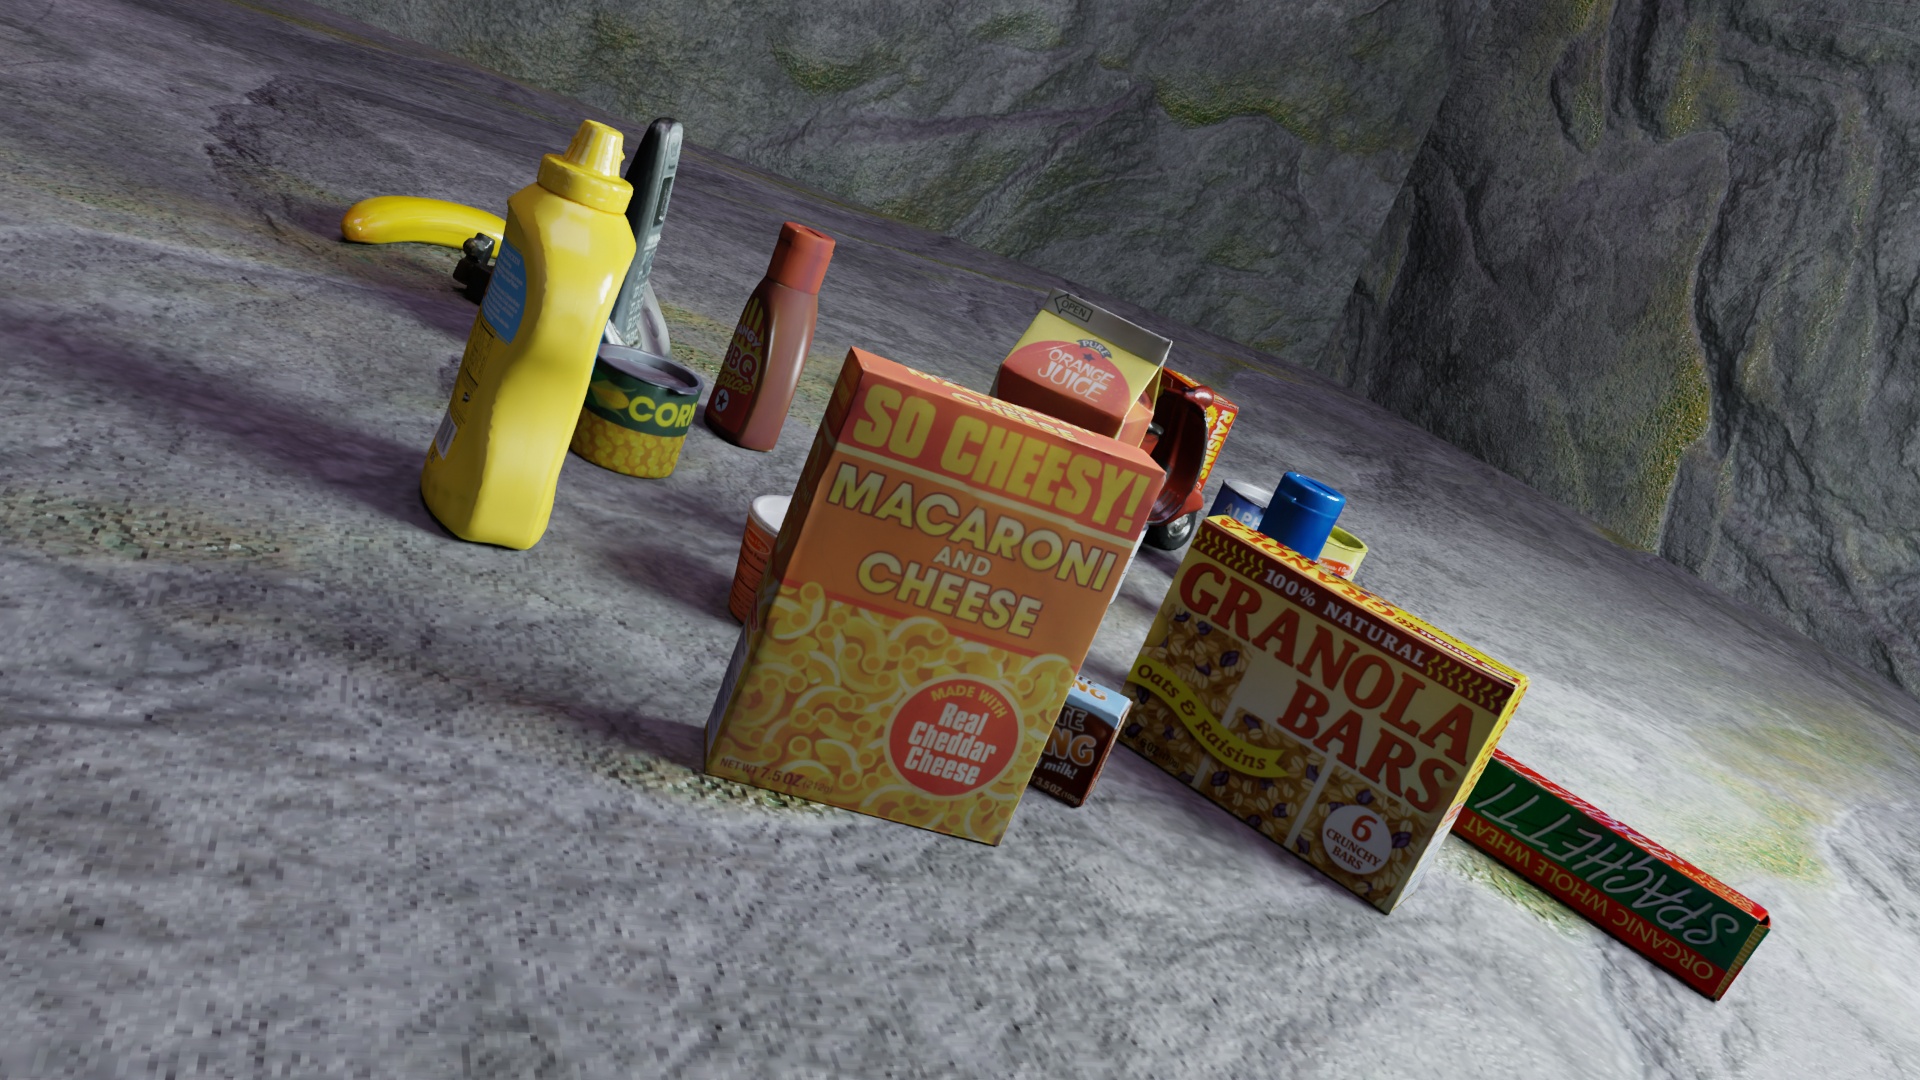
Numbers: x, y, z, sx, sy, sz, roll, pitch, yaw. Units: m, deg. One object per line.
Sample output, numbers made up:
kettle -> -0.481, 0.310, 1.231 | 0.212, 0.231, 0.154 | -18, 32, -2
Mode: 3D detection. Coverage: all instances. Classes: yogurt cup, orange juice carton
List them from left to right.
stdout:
yogurt cup -> -0.078, 0.016, 0.674 | 0.072, 0.053, 0.072 | 21, 16, -6
orange juice carton -> 0.043, -0.032, 0.740 | 0.072, 0.192, 0.073 | 27, 16, 14

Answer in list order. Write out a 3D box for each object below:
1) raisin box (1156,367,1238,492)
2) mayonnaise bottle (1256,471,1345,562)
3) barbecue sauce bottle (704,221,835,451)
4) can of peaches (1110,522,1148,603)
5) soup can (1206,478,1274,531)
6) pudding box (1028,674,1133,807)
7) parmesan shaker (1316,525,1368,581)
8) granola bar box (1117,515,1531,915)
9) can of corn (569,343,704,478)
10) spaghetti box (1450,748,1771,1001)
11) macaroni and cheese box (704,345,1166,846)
raisin box -> 0.178, -0.077, 1.190 | 0.040, 0.123, 0.086 | 15, 18, -27
mayonnaise bottle -> 0.164, 0.036, 0.764 | 0.041, 0.147, 0.065 | 10, 20, -38
barbecue sauce bottle -> -0.126, -0.138, 0.934 | 0.044, 0.148, 0.065 | 9, 21, -41
can of peaches -> 0.083, 0.002, 0.927 | 0.071, 0.058, 0.071 | 21, 16, -6
soup can -> 0.211, 0.005, 1.041 | 0.071, 0.083, 0.071 | 21, 16, -6
pudding box -> 0.030, 0.078, 0.627 | 0.084, 0.049, 0.030 | 26, 16, 11
parmesan shaker -> 0.210, 0.036, 0.907 | 0.071, 0.102, 0.071 | 21, 16, -6
granola bar box -> 0.166, 0.079, 0.670 | 0.166, 0.123, 0.039 | 31, 17, 27
can of corn -> -0.188, -0.074, 0.808 | 0.071, 0.058, 0.071 | 21, 16, -6
spaghetti box -> 0.306, 0.152, 0.760 | 0.250, 0.050, 0.029 | 34, 19, 33
macaroni and cheese box -> -0.013, 0.025, 0.530 | 0.124, 0.166, 0.040 | 18, 16, -17
